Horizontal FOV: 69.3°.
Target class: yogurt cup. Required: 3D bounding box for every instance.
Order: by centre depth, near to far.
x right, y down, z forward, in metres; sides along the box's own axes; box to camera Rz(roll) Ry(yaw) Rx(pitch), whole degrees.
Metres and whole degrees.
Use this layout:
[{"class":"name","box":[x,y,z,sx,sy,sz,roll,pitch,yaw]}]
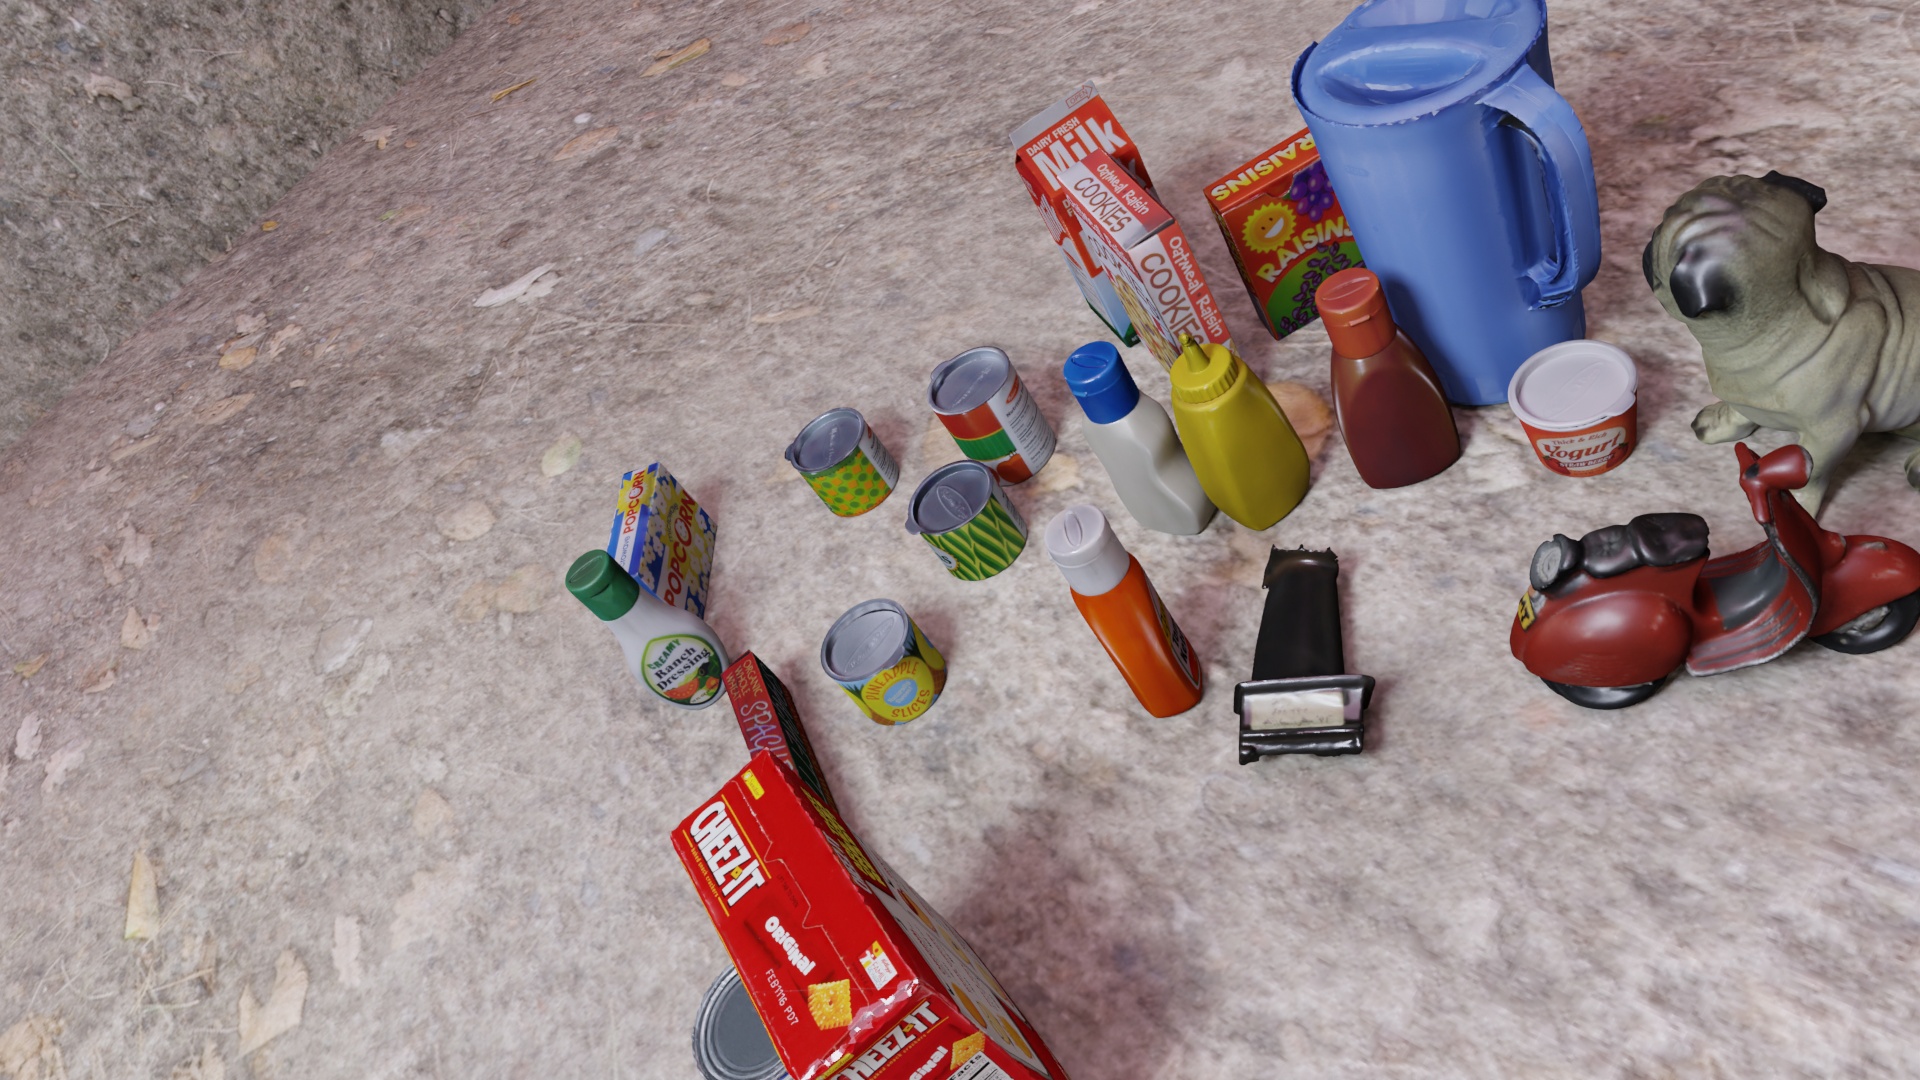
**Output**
[{"class":"yogurt cup","box":[0.355,-0.073,0.797,0.072,0.053,0.073,-19,44,19]}]

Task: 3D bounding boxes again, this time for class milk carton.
[{"class":"milk carton","box":[0.104,-0.242,1.023,0.072,0.190,0.074,-34,41,2]}]

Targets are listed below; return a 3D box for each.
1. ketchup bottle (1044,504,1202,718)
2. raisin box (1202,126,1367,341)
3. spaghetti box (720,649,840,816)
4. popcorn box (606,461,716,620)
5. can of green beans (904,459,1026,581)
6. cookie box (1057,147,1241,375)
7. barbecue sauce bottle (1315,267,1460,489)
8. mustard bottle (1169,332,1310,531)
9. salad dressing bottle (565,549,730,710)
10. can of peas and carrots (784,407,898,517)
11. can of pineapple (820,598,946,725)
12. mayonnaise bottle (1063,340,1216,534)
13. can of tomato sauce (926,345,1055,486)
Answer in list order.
[{"class":"ketchup bottle","box":[0.093,0.039,0.798,0.043,0.148,0.065,-25,42,13]},{"class":"raisin box","box":[0.229,-0.209,0.957,0.086,0.123,0.040,-29,41,8]},{"class":"spaghetti box","box":[-0.103,0.165,0.888,0.028,0.050,0.251,-35,41,2]},{"class":"popcorn box","box":[-0.237,0.012,1.097,0.038,0.085,0.127,-20,43,18]},{"class":"can of green beans","box":[0.005,-0.013,0.976,0.071,0.057,0.071,-19,44,19]},{"class":"cookie box","box":[0.136,-0.175,0.954,0.040,0.167,0.123,-33,41,4]},{"class":"barbecue sauce bottle","box":[0.247,-0.094,0.818,0.065,0.148,0.044,-22,43,17]},{"class":"mustard bottle","box":[0.164,-0.074,0.847,0.065,0.159,0.049,-42,41,-7]},{"class":"salad dressing bottle","box":[-0.222,0.064,0.990,0.064,0.147,0.044,-38,41,-2]},{"class":"can of peas and carrots","box":[-0.092,-0.059,1.085,0.071,0.058,0.071,-19,44,19]},{"class":"can of pineapple","box":[-0.050,0.082,0.924,0.071,0.057,0.071,-19,44,19]},{"class":"mayonnaise bottle","box":[0.111,-0.063,0.882,0.065,0.147,0.041,17,63,43]},{"class":"can of tomato sauce","box":[0.022,-0.090,1.017,0.071,0.083,0.071,-19,44,19]}]
